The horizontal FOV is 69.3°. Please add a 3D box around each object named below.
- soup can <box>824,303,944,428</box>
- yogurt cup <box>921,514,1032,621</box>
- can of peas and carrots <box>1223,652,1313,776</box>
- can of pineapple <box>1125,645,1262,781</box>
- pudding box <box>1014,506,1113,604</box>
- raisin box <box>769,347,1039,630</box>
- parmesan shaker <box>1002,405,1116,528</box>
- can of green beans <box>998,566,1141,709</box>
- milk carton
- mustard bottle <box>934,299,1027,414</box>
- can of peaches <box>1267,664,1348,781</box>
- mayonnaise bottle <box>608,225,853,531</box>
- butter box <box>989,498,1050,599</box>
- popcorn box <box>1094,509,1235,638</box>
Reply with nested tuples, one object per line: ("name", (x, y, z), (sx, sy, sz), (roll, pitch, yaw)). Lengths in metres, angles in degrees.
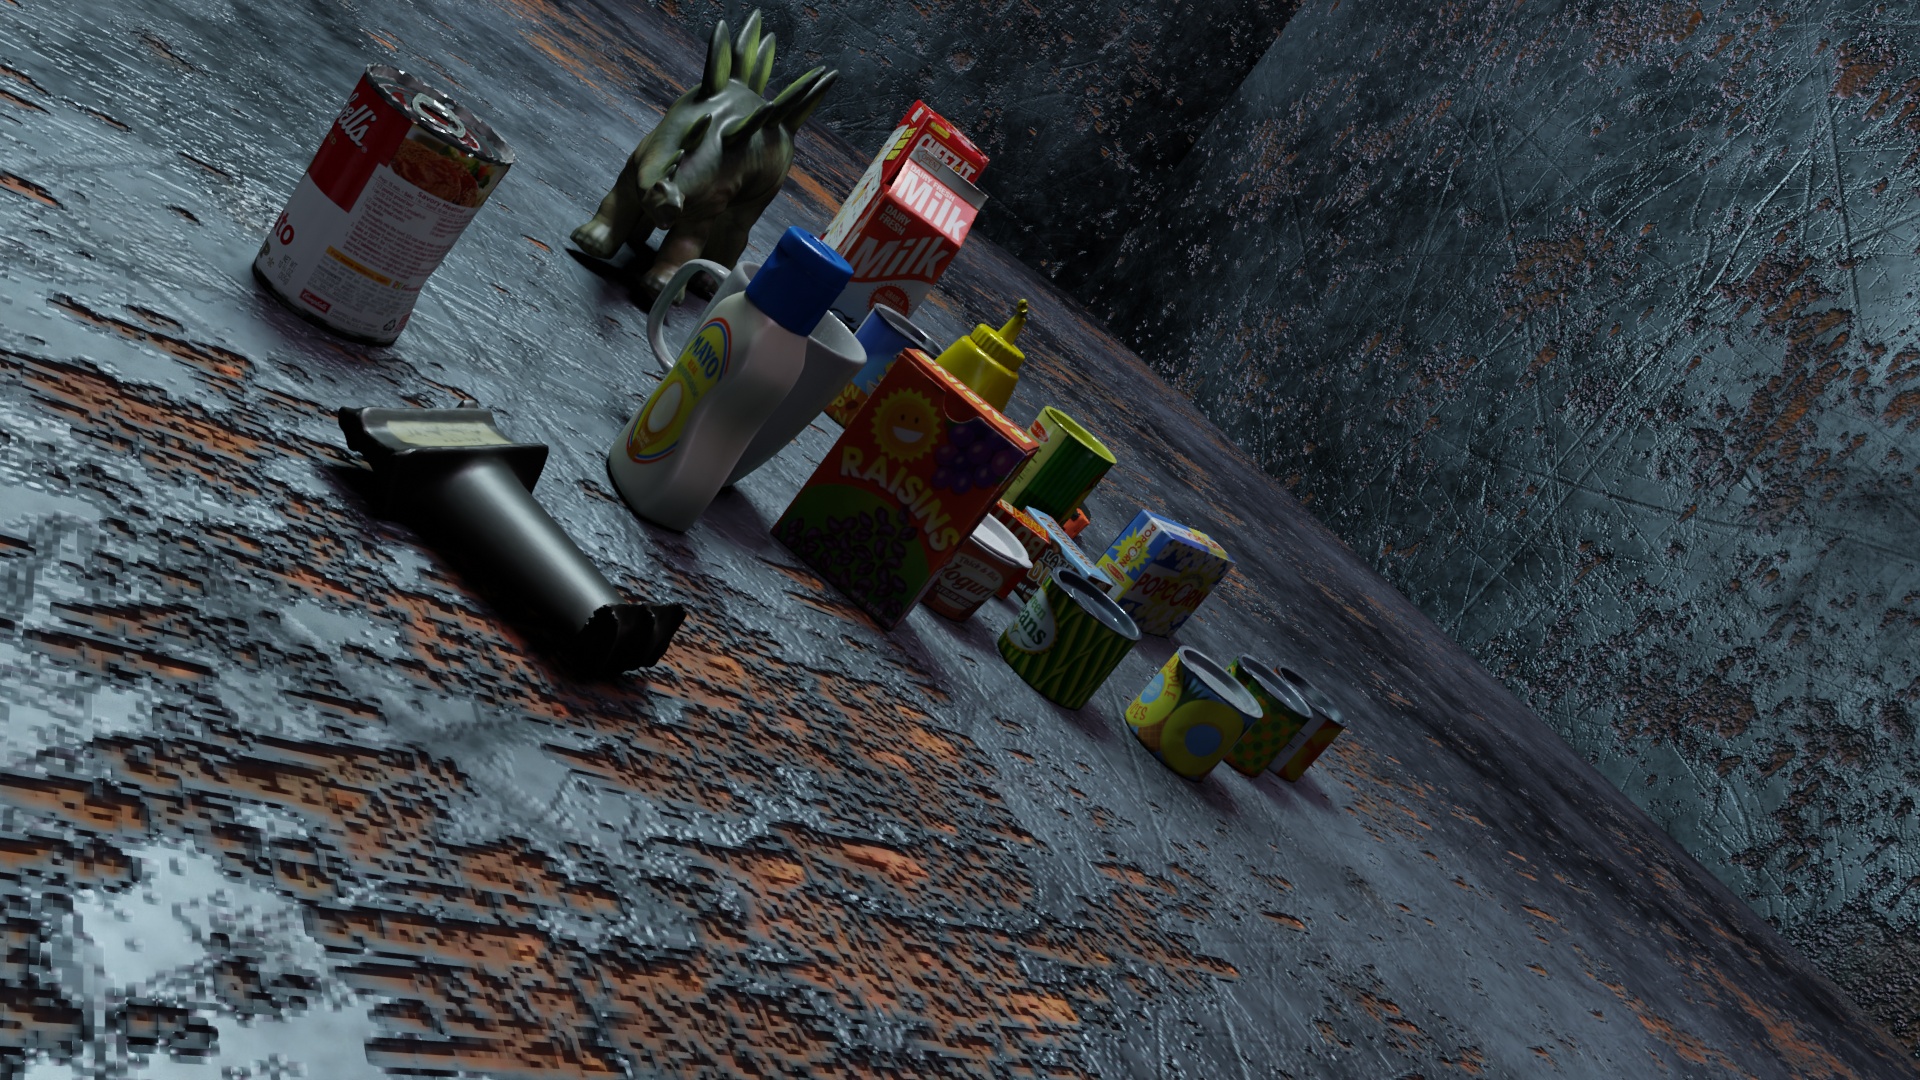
("soup can", (-0.059, -0.122, 1.038), (0.071, 0.083, 0.071), (36, 14, -10))
("yogurt cup", (-0.002, 0.011, 0.825), (0.072, 0.054, 0.072), (36, 14, -10))
("can of peas and carrots", (0.199, 0.120, 0.964), (0.071, 0.058, 0.071), (36, 14, -10))
("can of pineapple", (0.144, 0.108, 0.872), (0.071, 0.057, 0.071), (36, 14, -10))
("pudding box", (0.061, 0.021, 0.956), (0.030, 0.049, 0.084), (24, 20, -46))
("raisin box", (-0.030, -0.028, 0.736), (0.086, 0.123, 0.040), (40, 14, 6))
("parmesan shaker", (0.057, -0.040, 1.025), (0.071, 0.103, 0.071), (36, 14, -10))
("can of green beans", (0.065, 0.058, 0.831), (0.071, 0.057, 0.071), (36, 14, -10))
("milk carton", (-0.062, -0.216, 1.106), (0.072, 0.190, 0.074), (34, 14, -16))
("mustard bottle", (0.000, -0.096, 0.947), (0.065, 0.160, 0.049), (46, 16, 29))
("can of peaches", (0.242, 0.135, 1.025), (0.071, 0.058, 0.071), (36, 14, -10))
("mayonnaise bottle", (-0.108, -0.078, 0.652), (0.041, 0.147, 0.065), (25, 19, -42))
("butter box", (0.003, -0.011, 0.908), (0.103, 0.053, 0.024), (35, 14, -11))
("popcorn box", (0.153, 0.028, 1.086), (0.038, 0.085, 0.127), (47, 16, 31))
